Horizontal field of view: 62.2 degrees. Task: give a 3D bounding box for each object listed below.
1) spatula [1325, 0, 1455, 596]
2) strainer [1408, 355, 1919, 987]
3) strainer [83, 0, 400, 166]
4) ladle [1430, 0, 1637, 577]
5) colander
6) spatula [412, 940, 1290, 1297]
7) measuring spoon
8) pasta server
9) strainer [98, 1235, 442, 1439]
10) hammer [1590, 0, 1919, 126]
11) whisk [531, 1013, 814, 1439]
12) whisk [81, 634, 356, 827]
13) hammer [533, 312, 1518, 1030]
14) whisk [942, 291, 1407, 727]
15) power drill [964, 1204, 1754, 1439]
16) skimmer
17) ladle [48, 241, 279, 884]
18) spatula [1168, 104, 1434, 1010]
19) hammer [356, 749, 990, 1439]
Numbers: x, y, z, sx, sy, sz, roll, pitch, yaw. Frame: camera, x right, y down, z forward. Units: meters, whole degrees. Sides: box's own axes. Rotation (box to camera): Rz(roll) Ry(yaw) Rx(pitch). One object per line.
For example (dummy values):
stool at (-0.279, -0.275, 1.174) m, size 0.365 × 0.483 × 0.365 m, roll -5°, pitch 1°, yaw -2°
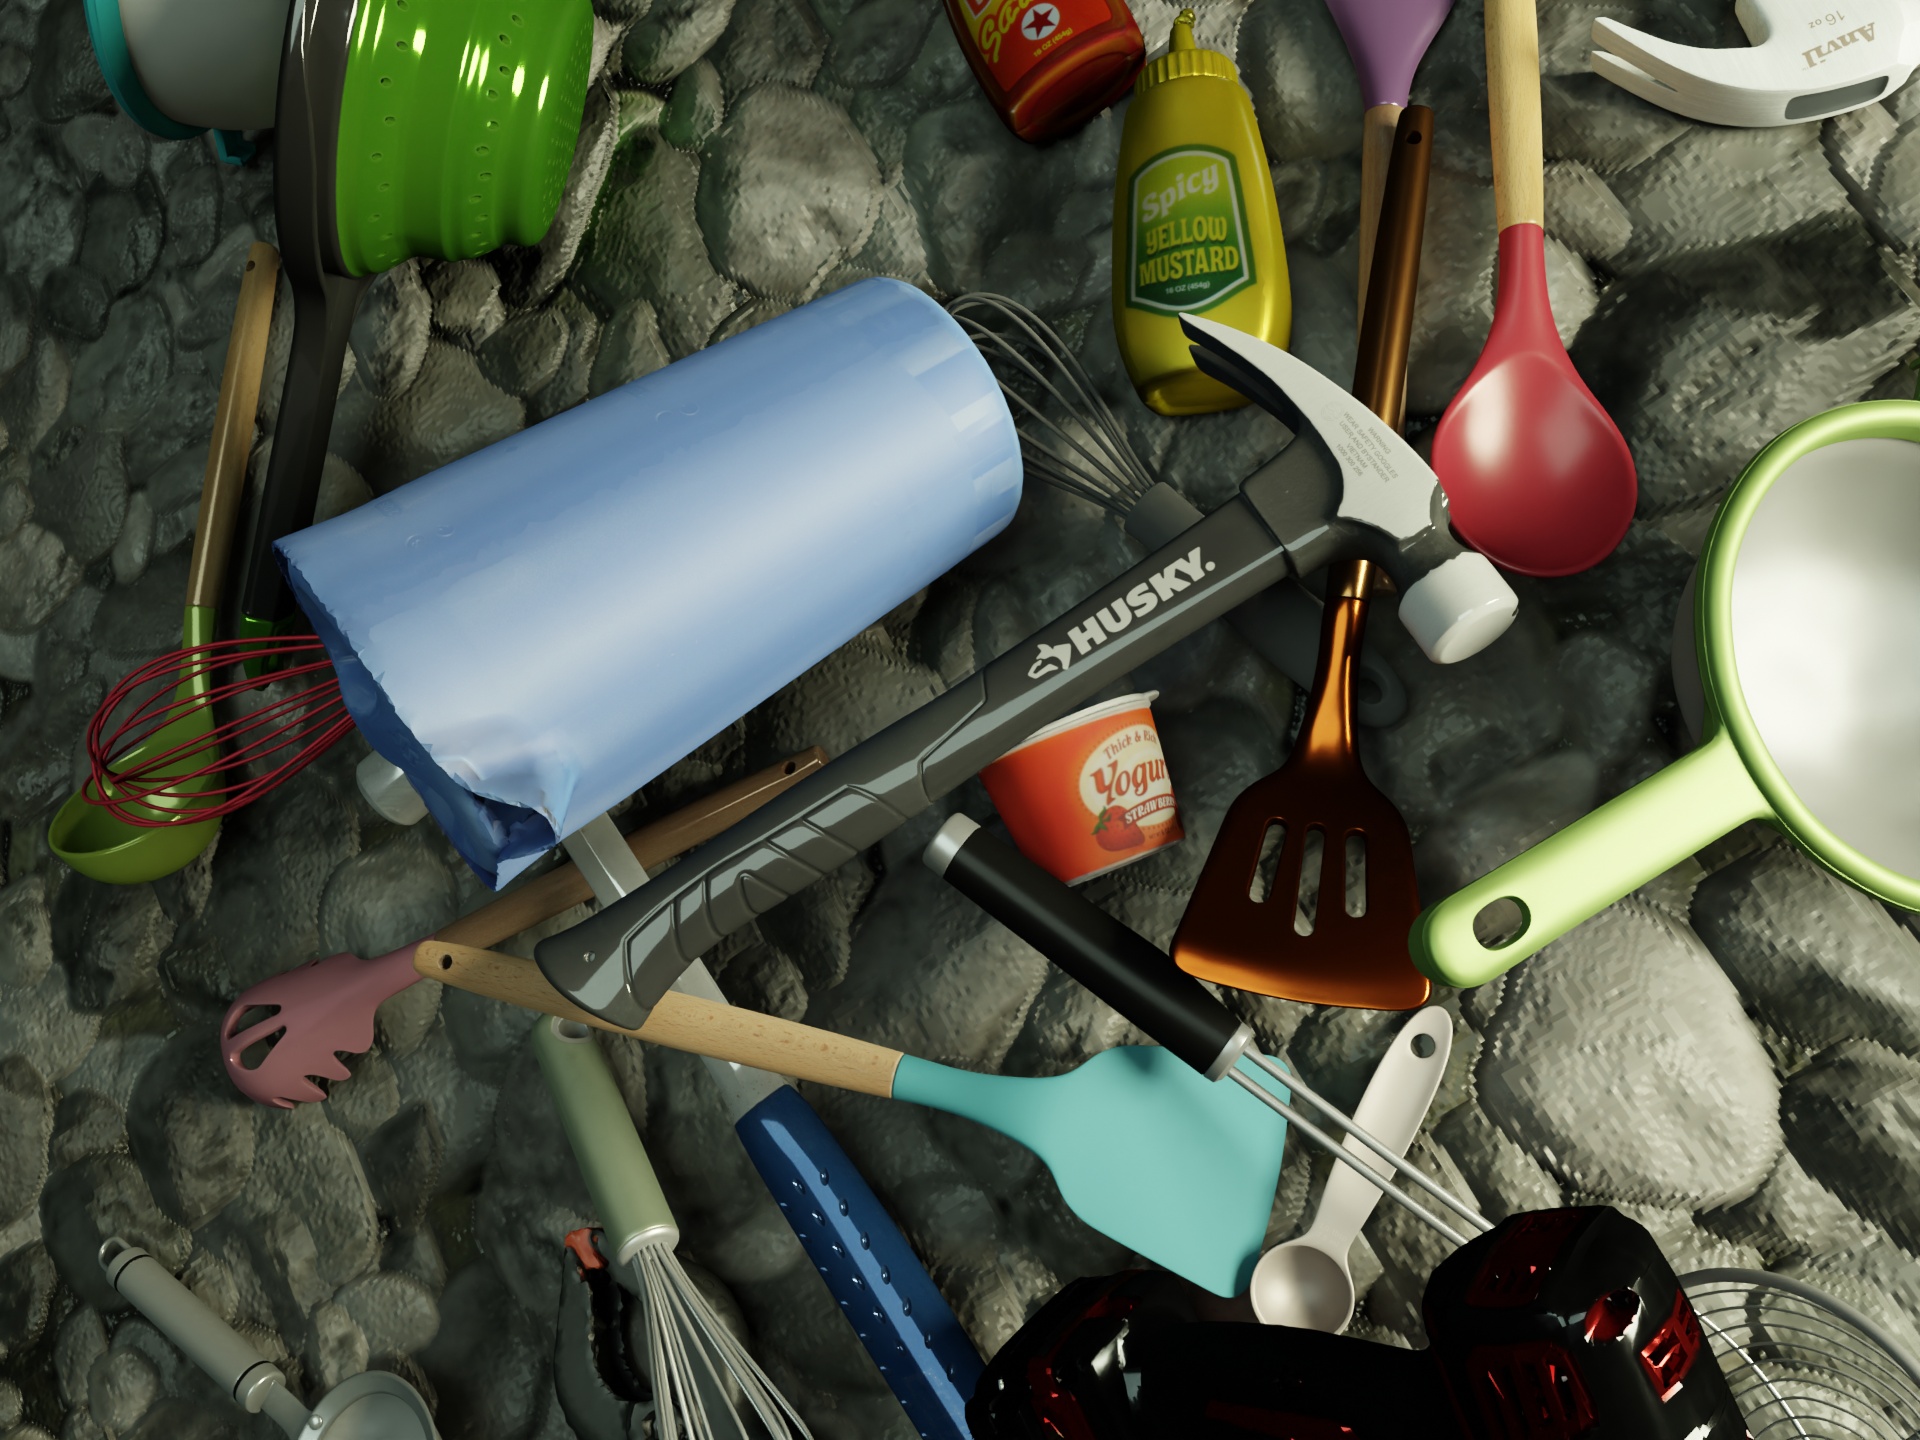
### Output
spatula at (0.159, -0.201, 0.589) m, size 0.060 × 0.018 × 0.316 m, roll 2°, pitch 81°, yaw 12°
strainer at (0.226, 0.010, 0.466) m, size 0.256 × 0.069 × 0.151 m, roll -28°, pitch 86°, yaw -14°
strainer at (-0.292, -0.350, 0.655) m, size 0.095 × 0.340 × 0.211 m, roll 16°, pitch 94°, yaw -8°
ladle at (0.198, -0.199, 0.569) m, size 0.069 × 0.031 × 0.315 m, roll 1°, pitch 79°, yaw 1°
colander at (-0.237, -0.193, 0.699) m, size 0.094 × 0.205 × 0.397 m, roll 14°, pitch 104°, yaw -11°
spatula at (-0.045, 0.122, 0.561) m, size 0.317 × 0.044 × 0.082 m, roll 12°, pitch 77°, yaw 11°
measuring spoon at (0.137, 0.154, 0.543) m, size 0.034 × 0.018 × 0.124 m, roll 27°, pitch 84°, yaw 16°
pasta server at (-0.191, 0.085, 0.673) m, size 0.316 × 0.040 × 0.060 m, roll -26°, pitch 73°, yaw 11°
strainer at (-0.287, 0.283, 0.668) m, size 0.259 × 0.050 × 0.087 m, roll 23°, pitch 84°, yaw 29°
hammer at (0.250, -0.359, 0.573) m, size 0.128 × 0.033 × 0.331 m, roll -21°, pitch 74°, yaw 15°
whisk at (-0.112, 0.202, 0.586) m, size 0.247 × 0.057 × 0.059 m, roll 54°, pitch 127°, yaw 38°
whisk at (-0.238, -0.028, 0.673) m, size 0.296 × 0.073 × 0.073 m, roll -21°, pitch 74°, yaw 2°
hammer at (-0.001, -0.002, 0.530) m, size 0.335 × 0.035 × 0.146 m, roll -33°, pitch 64°, yaw 6°
whisk at (0.072, -0.080, 0.590) m, size 0.239 × 0.055 × 0.055 m, roll 44°, pitch 98°, yaw 17°
power drill at (0.116, 0.219, 0.446) m, size 0.219 × 0.078 × 0.143 m, roll -25°, pitch 90°, yaw 43°
skimmer at (0.125, 0.148, 0.481) m, size 0.363 × 0.090 × 0.127 m, roll 36°, pitch 112°, yaw 13°
ladle at (-0.364, -0.082, 0.751) m, size 0.078 × 0.062 × 0.320 m, roll 0°, pitch 79°, yaw 23°
spatula at (0.135, -0.065, 0.536) m, size 0.081 × 0.041 × 0.323 m, roll 8°, pitch 79°, yaw 13°
hammer at (-0.076, 0.132, 0.597) m, size 0.144 × 0.035 × 0.406 m, roll -38°, pitch 74°, yaw 7°
